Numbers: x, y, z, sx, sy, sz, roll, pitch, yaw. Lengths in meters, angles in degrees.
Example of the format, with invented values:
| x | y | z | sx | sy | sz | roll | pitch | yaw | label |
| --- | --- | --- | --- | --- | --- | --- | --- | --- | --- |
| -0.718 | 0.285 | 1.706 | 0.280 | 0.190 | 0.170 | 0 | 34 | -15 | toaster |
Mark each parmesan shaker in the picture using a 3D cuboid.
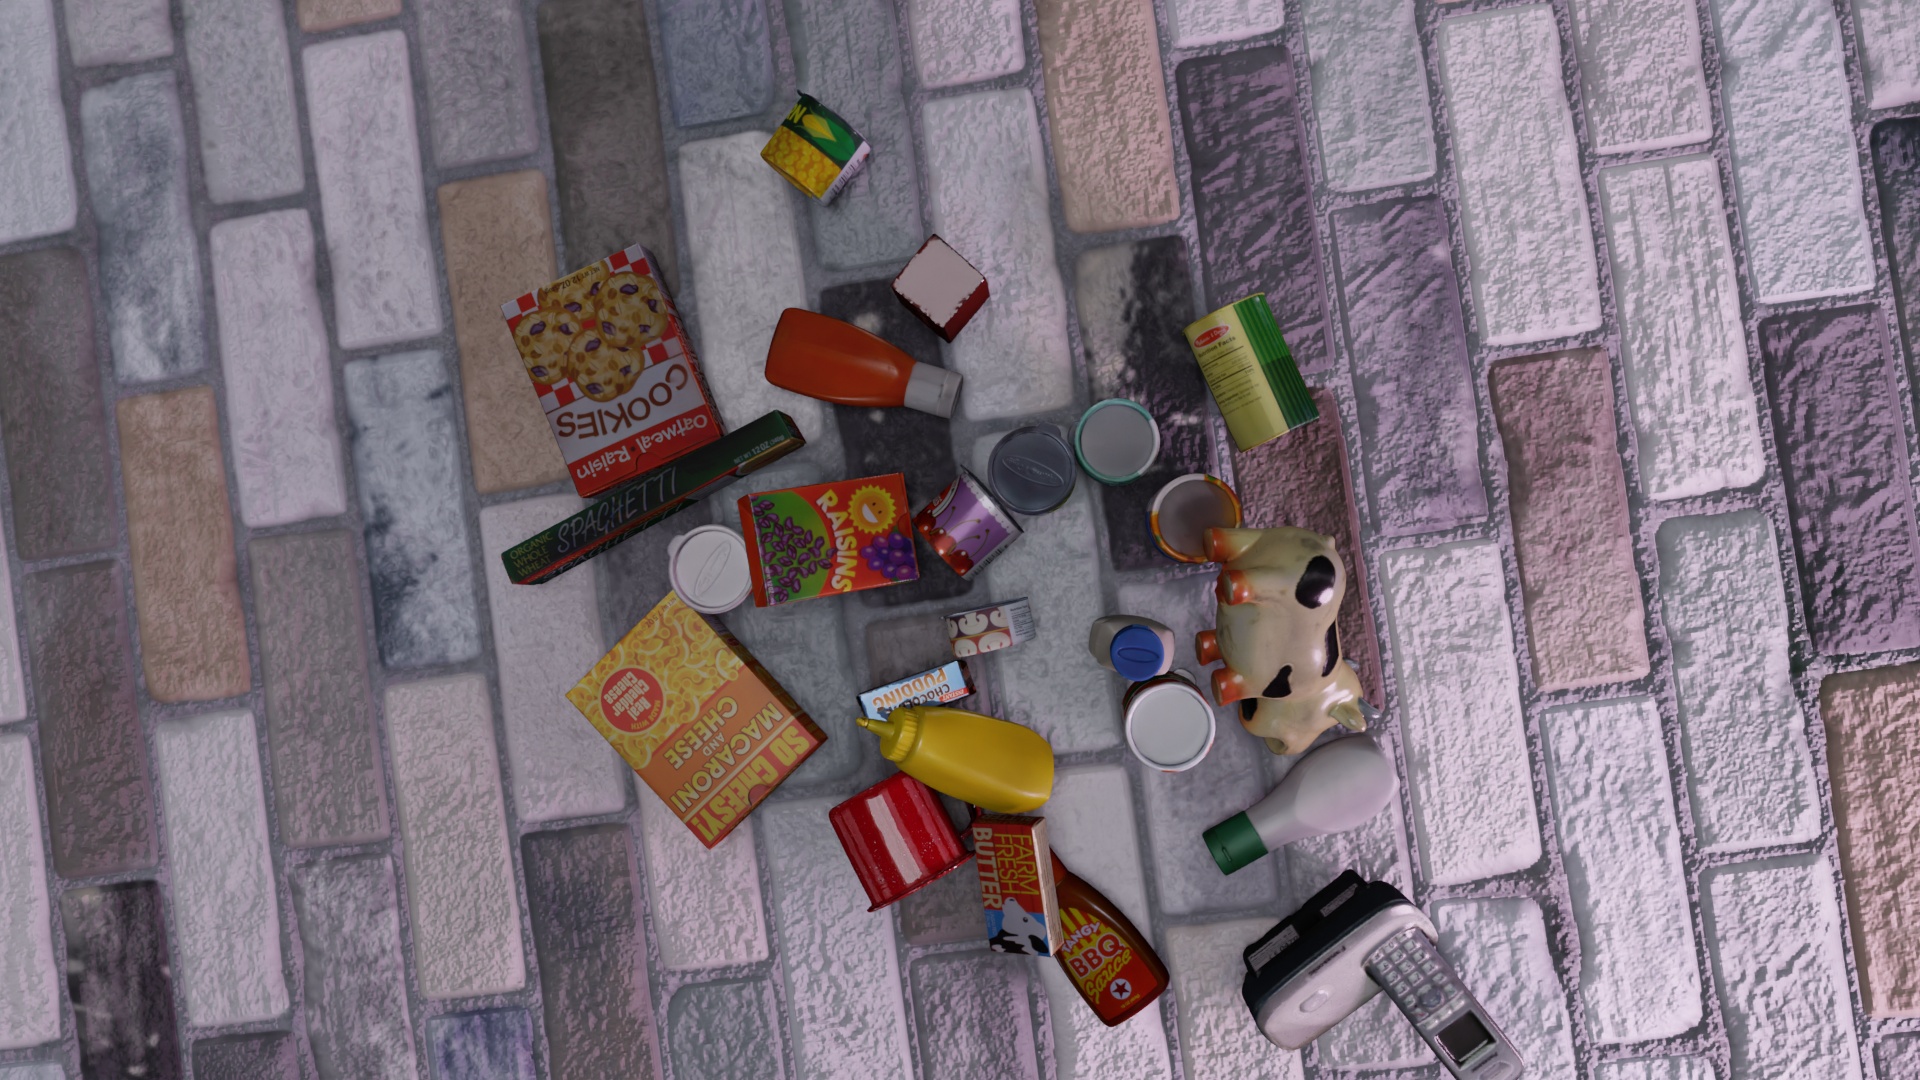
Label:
| x | y | z | sx | sy | sz | roll | pitch | yaw | label |
| --- | --- | --- | --- | --- | --- | --- | --- | --- | --- |
| 0.216 | -0.124 | 1.043 | 0.071 | 0.071 | 0.103 | -25 | 88 | 4 | parmesan shaker |

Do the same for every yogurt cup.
| x | y | z | sx | sy | sz | roll | pitch | yaw | label |
| --- | --- | --- | --- | --- | --- | --- | --- | --- | --- |
| -0.187 | 0.022 | 1.080 | 0.072 | 0.054 | 0.072 | 0 | 89 | 5 | yogurt cup |

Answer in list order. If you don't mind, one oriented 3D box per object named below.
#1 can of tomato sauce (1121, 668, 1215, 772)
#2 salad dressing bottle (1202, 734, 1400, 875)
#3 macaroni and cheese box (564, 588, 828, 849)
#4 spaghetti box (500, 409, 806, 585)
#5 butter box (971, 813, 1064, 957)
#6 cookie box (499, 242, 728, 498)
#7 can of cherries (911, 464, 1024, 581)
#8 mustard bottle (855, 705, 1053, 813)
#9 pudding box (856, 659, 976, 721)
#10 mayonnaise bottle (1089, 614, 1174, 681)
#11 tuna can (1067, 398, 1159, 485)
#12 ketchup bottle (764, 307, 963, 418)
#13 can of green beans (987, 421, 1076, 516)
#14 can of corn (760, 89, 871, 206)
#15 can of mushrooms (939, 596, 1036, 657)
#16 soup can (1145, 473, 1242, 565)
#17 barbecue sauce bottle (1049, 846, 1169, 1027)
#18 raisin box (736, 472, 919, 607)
| x | y | z | sx | sy | sz | roll | pitch | yaw | label |
| --- | --- | --- | --- | --- | --- | --- | --- | --- | --- |
| 0.155 | 0.132 | 1.033 | 0.071 | 0.083 | 0.071 | 0 | 90 | 5 | can of tomato sauce |
| 0.254 | 0.201 | 1.043 | 0.147 | 0.044 | 0.064 | -30 | 89 | 5 | salad dressing bottle |
| -0.206 | 0.138 | 1.087 | 0.123 | 0.040 | 0.166 | -44 | 86 | 4 | macaroni and cheese box |
| -0.240 | -0.032 | 1.088 | 0.250 | 0.050 | 0.028 | -27 | 85 | 4 | spaghetti box |
| 0.042 | 0.255 | 1.030 | 0.053 | 0.024 | 0.103 | -4 | 100 | 28 | butter box |
| -0.272 | -0.132 | 1.097 | 0.123 | 0.040 | 0.167 | -23 | 87 | 4 | cookie box |
| 0.004 | -0.013 | 1.057 | 0.058 | 0.071 | 0.071 | -42 | 86 | 5 | can of cherries |
| -0.008 | 0.155 | 1.031 | 0.160 | 0.048 | 0.065 | 22 | 51 | -21 | mustard bottle |
| -0.033 | 0.118 | 1.067 | 0.084 | 0.049 | 0.030 | -19 | 84 | 4 | pudding box |
| 0.125 | 0.077 | 1.004 | 0.065 | 0.148 | 0.041 | 7 | 90 | 5 | mayonnaise bottle |
| 0.117 | -0.076 | 1.065 | 0.071 | 0.033 | 0.071 | 0 | 89 | 5 | tuna can |
| -0.073 | -0.132 | 1.078 | 0.149 | 0.043 | 0.064 | 17 | 92 | 5 | ketchup bottle |
| 0.055 | -0.052 | 1.057 | 0.071 | 0.058 | 0.071 | 0 | 89 | 5 | can of green beans |
| -0.114 | -0.302 | 1.072 | 0.071 | 0.071 | 0.058 | 37 | 93 | 5 | can of corn |
| 0.021 | 0.066 | 1.055 | 0.071 | 0.071 | 0.033 | -14 | 89 | 5 | can of mushrooms |
| 0.174 | -0.013 | 1.033 | 0.071 | 0.084 | 0.071 | 0 | 90 | 5 | soup can |
| 0.091 | 0.292 | 1.056 | 0.065 | 0.044 | 0.148 | -39 | 86 | 10 | barbecue sauce bottle |
| -0.099 | -0.001 | 1.054 | 0.124 | 0.040 | 0.086 | -9 | 87 | -24 | raisin box |
